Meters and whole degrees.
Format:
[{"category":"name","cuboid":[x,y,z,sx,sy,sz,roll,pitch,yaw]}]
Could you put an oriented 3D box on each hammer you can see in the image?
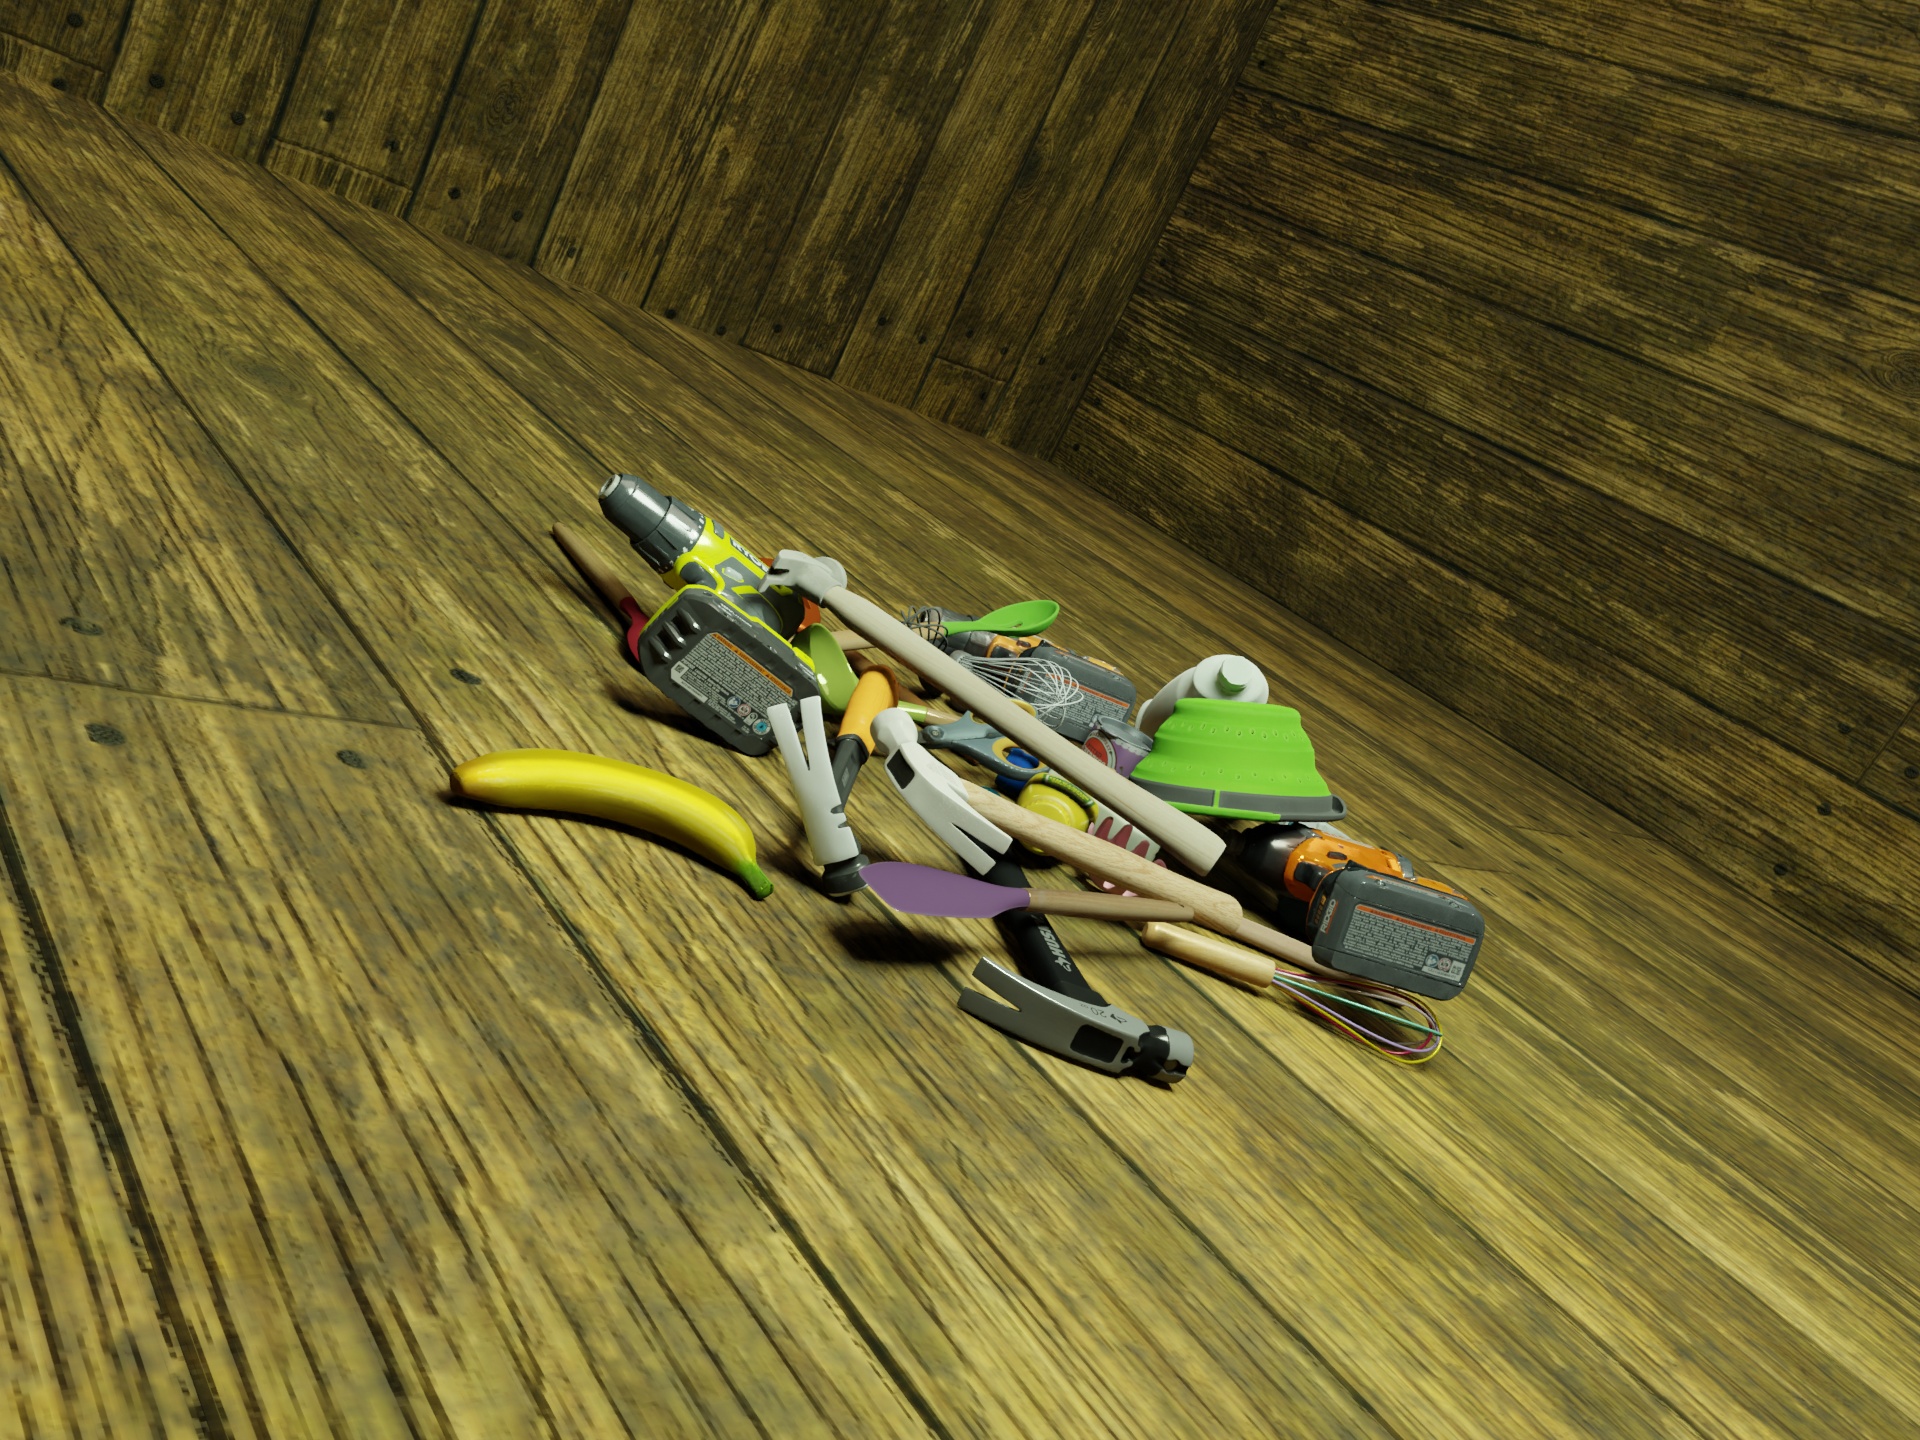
[{"category":"hammer","cuboid":[0.025,-0.007,1.231,0.411,0.038,0.146,35,10,8]},{"category":"hammer","cuboid":[0.035,0.125,1.079,0.146,0.035,0.335,21,16,-22]},{"category":"hammer","cuboid":[0.325,0.137,1.522,0.128,0.033,0.331,27,15,5]},{"category":"hammer","cuboid":[-0.078,0.007,1.134,0.034,0.127,0.337,-14,14,7]},{"category":"hammer","cuboid":[0.084,0.092,1.132,0.331,0.031,0.130,26,21,-33]}]

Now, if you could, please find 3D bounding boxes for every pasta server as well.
[{"category":"pasta server","cuboid":[0.230,0.163,1.270,0.316,0.040,0.060,25,43,-13]}]

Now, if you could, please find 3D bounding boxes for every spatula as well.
[{"category":"spatula","cuboid":[0.055,0.117,1.036,0.315,0.018,0.060,11,22,-45]},{"category":"spatula","cuboid":[-0.086,-0.057,1.470,0.323,0.041,0.081,38,20,33]}]

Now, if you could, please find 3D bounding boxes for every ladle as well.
[{"category":"ladle","cuboid":[-0.286,-0.106,1.329,0.069,0.031,0.316,16,17,-40]},{"category":"ladle","cuboid":[-0.002,-0.004,1.361,0.320,0.062,0.078,18,43,-19]}]

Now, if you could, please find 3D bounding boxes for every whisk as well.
[{"category":"whisk","cuboid":[0.249,0.199,1.181,0.245,0.047,0.051,20,4,-6]},{"category":"whisk","cuboid":[0.017,-0.048,1.523,0.070,0.070,0.285,15,5,-36]},{"category":"whisk","cuboid":[-0.030,-0.057,1.429,0.055,0.055,0.239,29,-7,10]}]

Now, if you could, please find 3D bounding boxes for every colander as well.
[{"category":"colander","cuboid":[0.263,0.028,1.483,0.204,0.094,0.397,6,3,16]}]

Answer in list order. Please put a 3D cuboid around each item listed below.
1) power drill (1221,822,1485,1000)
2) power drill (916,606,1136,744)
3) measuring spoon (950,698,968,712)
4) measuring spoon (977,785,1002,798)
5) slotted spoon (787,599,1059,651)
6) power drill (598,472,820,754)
[{"category":"power drill","cuboid":[0.303,0.138,1.267,0.164,0.084,0.226,17,9,-6]},{"category":"power drill","cuboid":[0.062,-0.054,1.620,0.185,0.084,0.226,21,9,-21]},{"category":"measuring spoon","cuboid":[0.040,0.005,1.532,0.124,0.018,0.034,30,3,-11]},{"category":"measuring spoon","cuboid":[-0.008,0.043,1.300,0.129,0.021,0.042,38,19,34]},{"category":"slotted spoon","cuboid":[-0.042,-0.081,1.474,0.313,0.031,0.070,-9,19,-31]},{"category":"power drill","cuboid":[-0.194,-0.090,1.213,0.190,0.080,0.229,40,14,-30]}]
